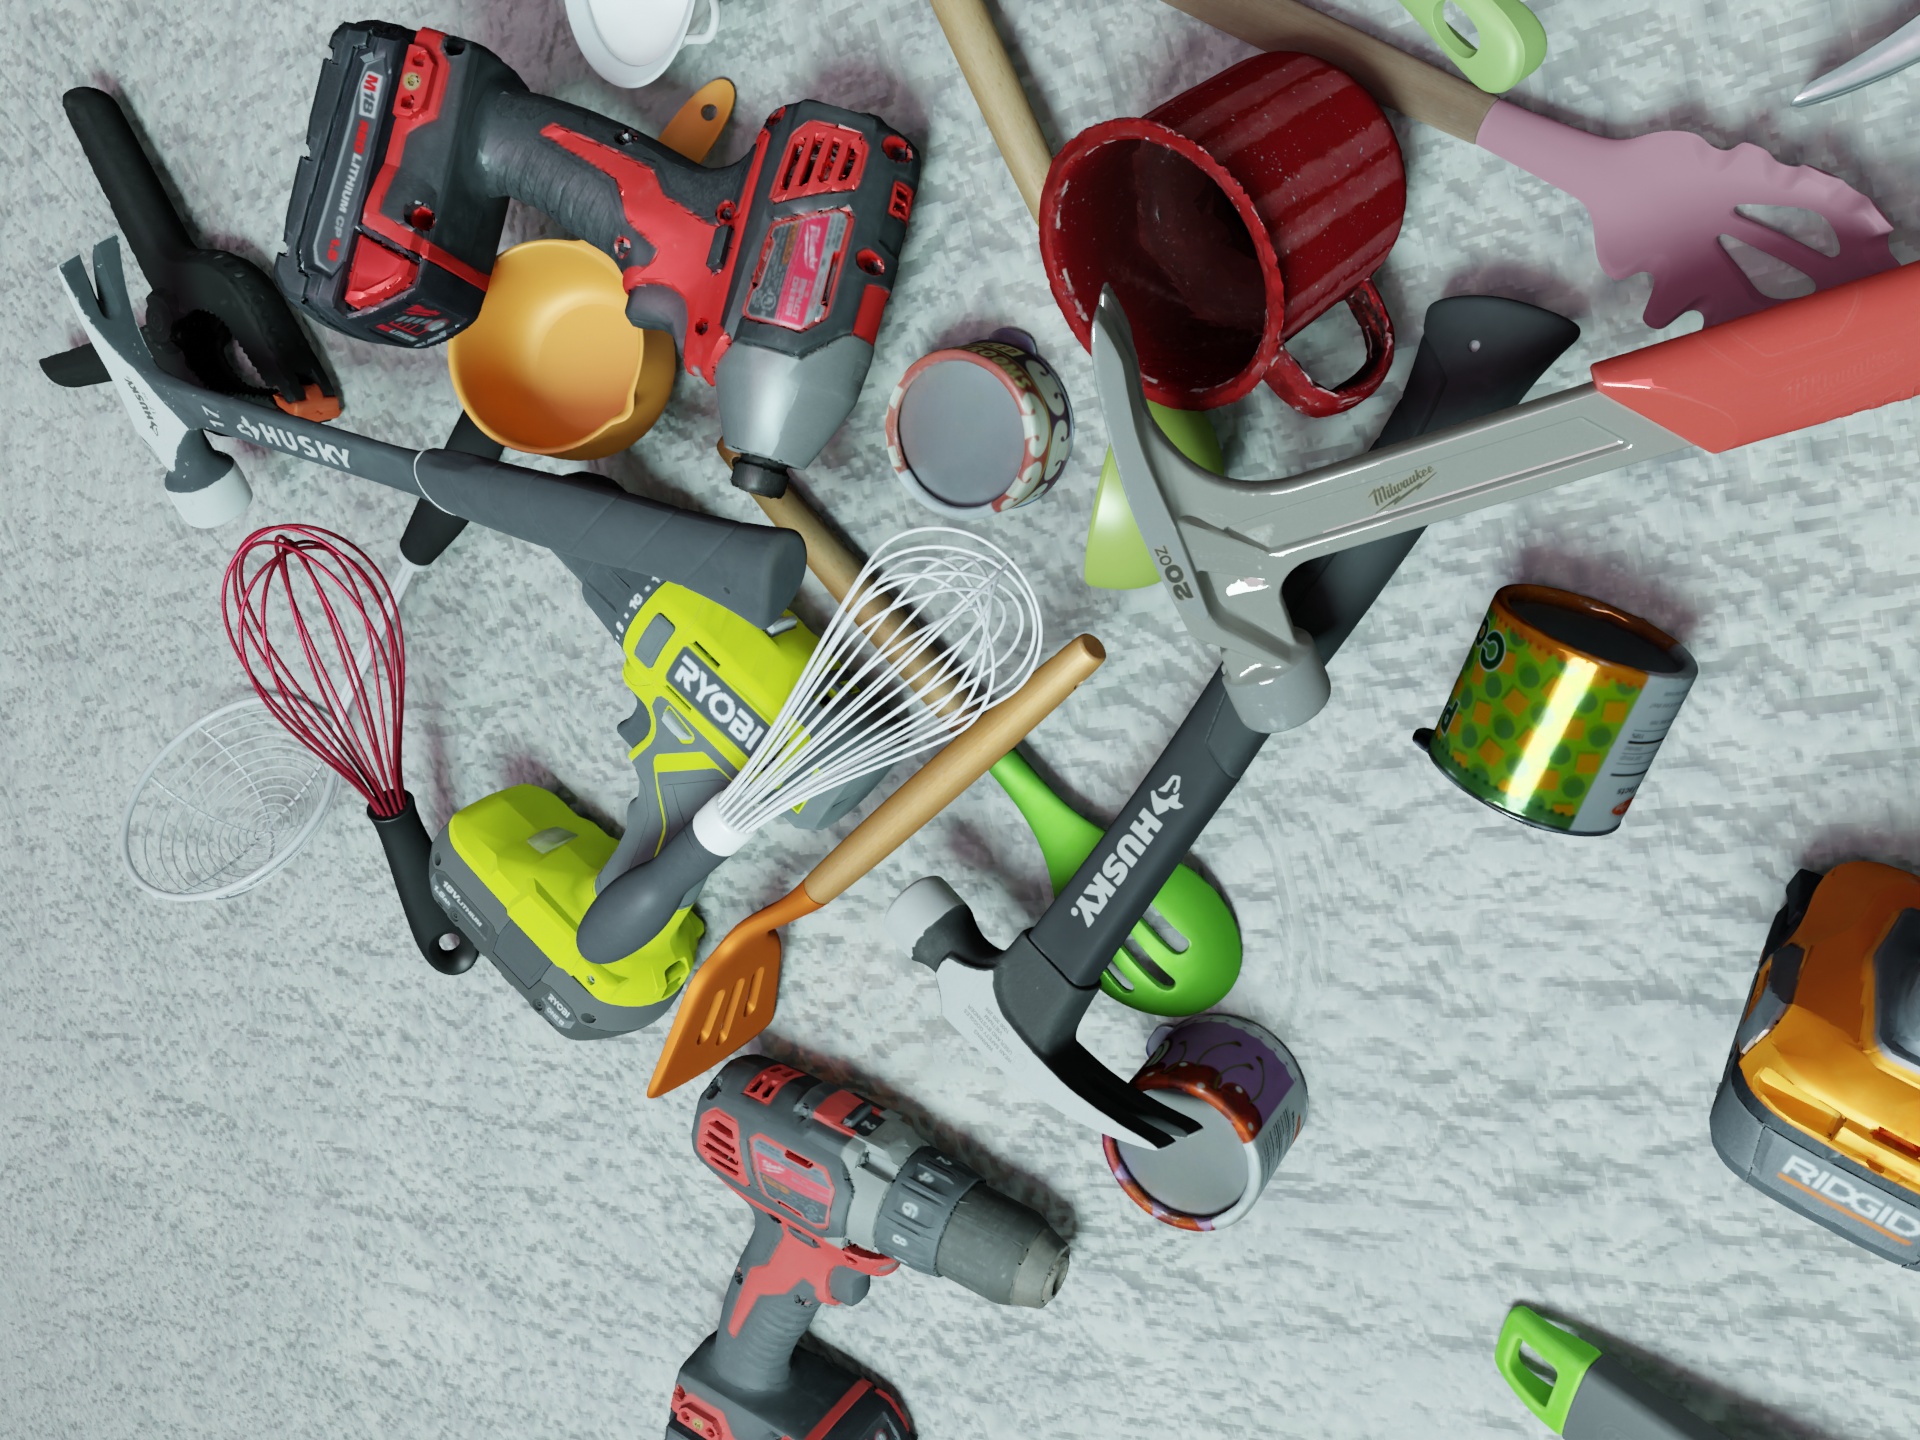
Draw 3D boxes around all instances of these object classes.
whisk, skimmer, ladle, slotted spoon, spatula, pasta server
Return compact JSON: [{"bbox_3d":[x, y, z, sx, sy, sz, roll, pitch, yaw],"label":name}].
[{"bbox_3d":[-0.283,0.027,0.776,0.073,0.073,0.295,20,137,24],"label":"whisk"},{"bbox_3d":[-0.324,-0.045,0.797,0.363,0.090,0.127,-51,47,31],"label":"skimmer"},{"bbox_3d":[0.011,-0.198,0.564,0.062,0.078,0.320,-25,88,11],"label":"ladle"},{"bbox_3d":[-0.074,0.022,0.618,0.284,0.070,0.070,-40,84,33],"label":"whisk"},{"bbox_3d":[-0.001,-0.002,0.656,0.314,0.031,0.070,50,118,9],"label":"slotted spoon"},{"bbox_3d":[-0.040,0.065,0.654,0.322,0.081,0.041,-43,78,39],"label":"spatula"},{"bbox_3d":[0.138,-0.197,0.497,0.316,0.040,0.060,34,132,18],"label":"pasta server"}]

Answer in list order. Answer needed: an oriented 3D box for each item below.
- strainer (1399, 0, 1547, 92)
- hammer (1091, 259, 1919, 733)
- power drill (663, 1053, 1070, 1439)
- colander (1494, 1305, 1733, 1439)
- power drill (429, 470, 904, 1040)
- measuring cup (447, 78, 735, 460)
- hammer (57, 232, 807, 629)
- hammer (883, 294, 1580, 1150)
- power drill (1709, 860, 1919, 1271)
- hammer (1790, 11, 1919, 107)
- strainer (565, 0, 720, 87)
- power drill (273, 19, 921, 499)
[{"bbox_3d":[0.093,-0.286,0.454,0.256,0.069,0.151,52,164,9],"label":"strainer"},{"bbox_3d":[0.219,-0.102,0.418,0.359,0.037,0.149,-16,121,21],"label":"hammer"},{"bbox_3d":[-0.051,0.286,0.759,0.188,0.080,0.226,20,113,24],"label":"power drill"},{"bbox_3d":[0.368,0.307,0.514,0.397,0.094,0.204,30,122,40],"label":"colander"},{"bbox_3d":[-0.152,0.018,0.725,0.190,0.080,0.228,43,120,10],"label":"power drill"},{"bbox_3d":[-0.140,-0.187,0.669,0.095,0.052,0.173,38,97,9],"label":"measuring cup"},{"bbox_3d":[-0.231,-0.109,0.668,0.409,0.036,0.149,18,141,29],"label":"hammer"},{"bbox_3d":[0.100,0.002,0.558,0.146,0.035,0.334,45,115,27],"label":"hammer"},{"bbox_3d":[0.294,0.022,0.422,0.084,0.164,0.226,28,131,20],"label":"power drill"},{"bbox_3d":[0.153,-0.339,0.439,0.405,0.035,0.144,45,123,10],"label":"hammer"},{"bbox_3d":[-0.170,-0.326,0.638,0.259,0.050,0.086,36,123,23],"label":"strainer"},{"bbox_3d":[-0.134,-0.174,0.605,0.219,0.078,0.143,15,94,8],"label":"power drill"}]
